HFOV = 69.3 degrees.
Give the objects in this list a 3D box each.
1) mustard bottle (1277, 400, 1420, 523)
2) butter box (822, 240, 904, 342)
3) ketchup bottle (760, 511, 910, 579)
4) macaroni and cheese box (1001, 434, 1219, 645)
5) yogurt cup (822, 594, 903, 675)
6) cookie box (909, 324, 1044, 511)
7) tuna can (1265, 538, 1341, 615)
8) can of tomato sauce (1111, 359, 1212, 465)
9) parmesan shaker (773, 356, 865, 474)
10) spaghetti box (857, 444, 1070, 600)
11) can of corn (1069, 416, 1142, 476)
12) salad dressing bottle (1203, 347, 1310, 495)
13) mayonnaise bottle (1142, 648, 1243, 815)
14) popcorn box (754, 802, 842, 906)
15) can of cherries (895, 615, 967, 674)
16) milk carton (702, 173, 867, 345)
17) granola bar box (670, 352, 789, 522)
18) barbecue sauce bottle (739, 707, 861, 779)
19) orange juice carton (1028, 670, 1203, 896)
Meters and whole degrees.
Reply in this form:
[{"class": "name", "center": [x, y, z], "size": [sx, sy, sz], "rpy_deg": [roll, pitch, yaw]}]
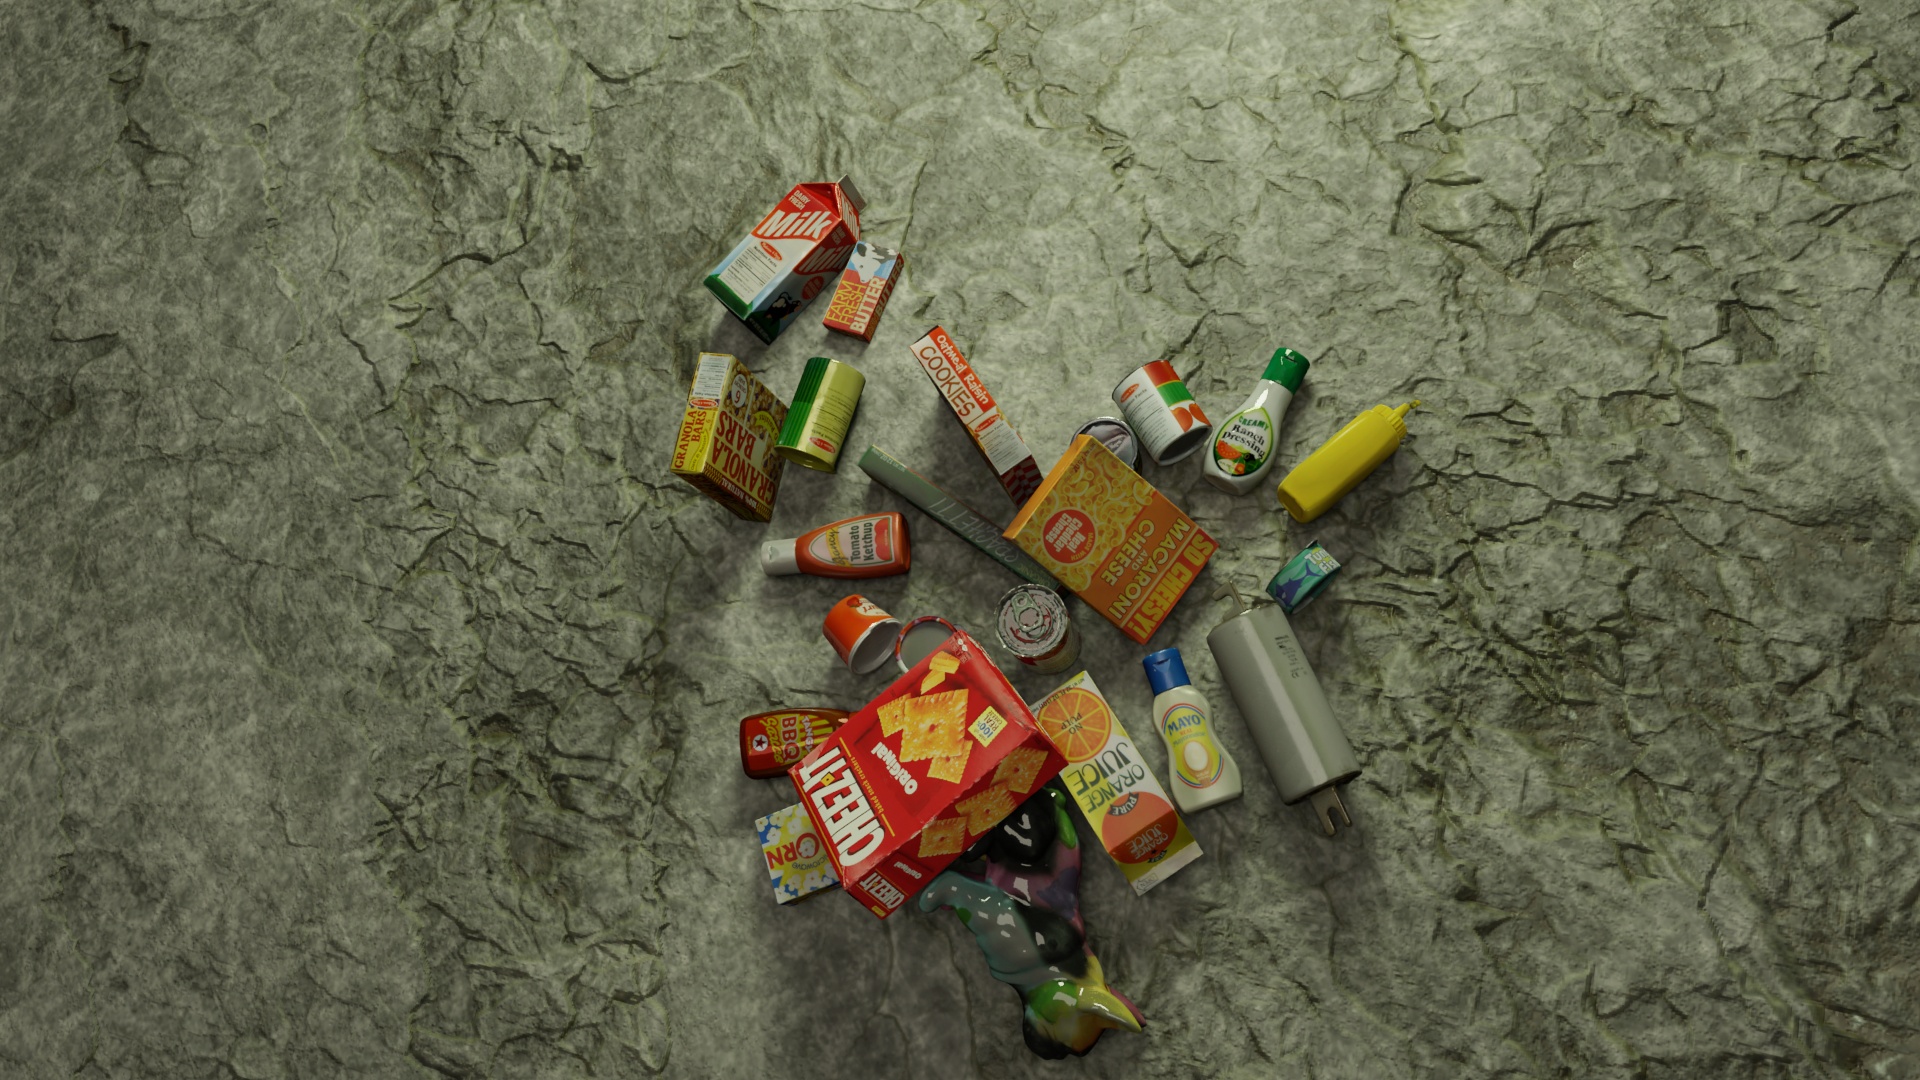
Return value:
[{"class": "mustard bottle", "center": [0.370, -0.082, 1.307], "size": [0.160, 0.065, 0.049], "rpy_deg": [-40, 74, -6]}, {"class": "butter box", "center": [-0.105, -0.267, 1.494], "size": [0.053, 0.024, 0.103], "rpy_deg": [18, 78, 18]}, {"class": "ketchup bottle", "center": [-0.126, 0.011, 1.406], "size": [0.149, 0.043, 0.065], "rpy_deg": [-7, 73, 12]}, {"class": "macaroni and cheese box", "center": [0.141, -0.001, 1.302], "size": [0.166, 0.040, 0.124], "rpy_deg": [39, 86, -15]}, {"class": "yogurt cup", "center": [-0.098, 0.090, 1.366], "size": [0.054, 0.072, 0.072], "rpy_deg": [40, 86, 28]}, {"class": "cookie box", "center": [0.022, -0.118, 1.366], "size": [0.040, 0.122, 0.168], "rpy_deg": [-34, 69, 1]}, {"class": "tuna can", "center": [0.317, 0.034, 1.279], "size": [0.071, 0.071, 0.033], "rpy_deg": [-42, 71, -1]}, {"class": "can of tomato sauce", "center": [0.199, -0.125, 1.358], "size": [0.071, 0.071, 0.083], "rpy_deg": [-31, 70, 3]}, {"class": "parmesan shaker", "center": [-0.143, -0.130, 1.443], "size": [0.071, 0.071, 0.103], "rpy_deg": [15, 77, 17]}, {"class": "spaghetti box", "center": [0.005, -0.017, 1.379], "size": [0.250, 0.050, 0.029], "rpy_deg": [34, 86, 20]}, {"class": "can of corn", "center": [0.145, -0.078, 1.359], "size": [0.071, 0.058, 0.071], "rpy_deg": [-4, 73, 12]}, {"class": "salad dressing bottle", "center": [0.288, -0.116, 1.344], "size": [0.064, 0.044, 0.148], "rpy_deg": [28, 82, 15]}, {"class": "mayonnaise bottle", "center": [0.208, 0.174, 1.278], "size": [0.065, 0.041, 0.148], "rpy_deg": [-21, 71, 9]}, {"class": "popcorn box", "center": [-0.123, 0.287, 1.325], "size": [0.126, 0.038, 0.085], "rpy_deg": [-22, 70, 6]}, {"class": "can of cherries", "center": [-0.024, 0.108, 1.344], "size": [0.071, 0.058, 0.071], "rpy_deg": [-4, 74, 13]}, {"class": "milk carton", "center": [-0.177, -0.311, 1.500], "size": [0.073, 0.072, 0.190], "rpy_deg": [42, 88, 21]}, {"class": "granola bar box", "center": [-0.226, -0.101, 1.398], "size": [0.039, 0.165, 0.124], "rpy_deg": [7, 76, 18]}, {"class": "barbecue sauce bottle", "center": [-0.139, 0.191, 1.355], "size": [0.148, 0.043, 0.065], "rpy_deg": [-11, 71, 10]}, {"class": "orange juice carton", "center": [0.139, 0.221, 1.264], "size": [0.072, 0.073, 0.193], "rpy_deg": [-33, 70, 2]}]
